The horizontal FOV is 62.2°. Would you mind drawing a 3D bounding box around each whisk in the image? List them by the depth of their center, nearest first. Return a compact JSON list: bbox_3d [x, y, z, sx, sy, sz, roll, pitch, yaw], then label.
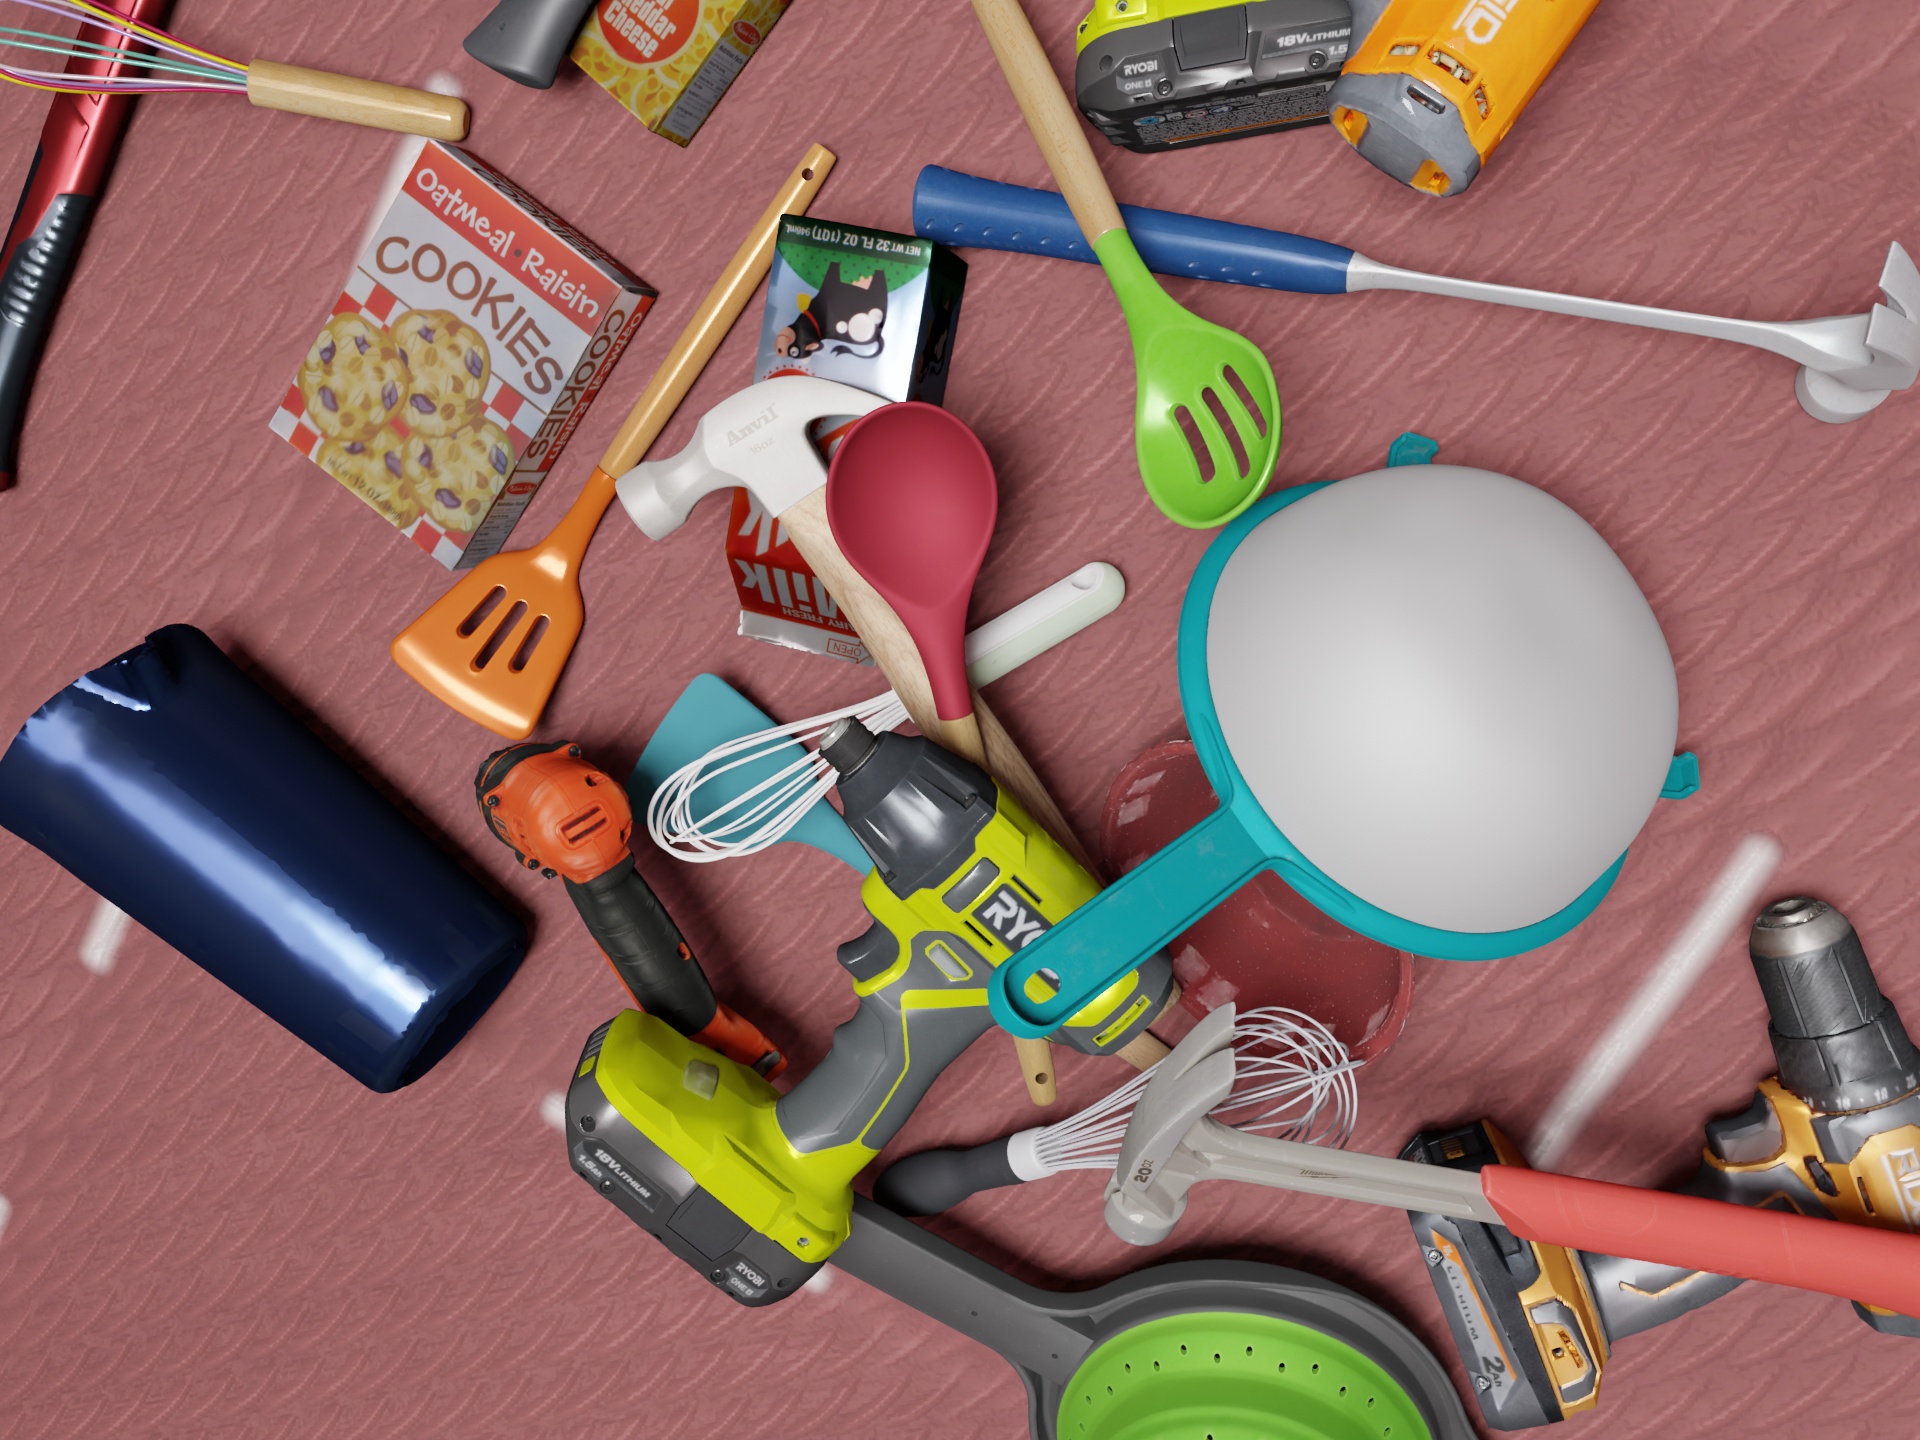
[{"bbox_3d":[0.057,0.189,0.717,0.284,0.070,0.070,-28,91,38],"label":"whisk"},{"bbox_3d":[-0.033,-0.006,0.729,0.246,0.058,0.059,-30,133,-1],"label":"whisk"},{"bbox_3d":[-0.360,-0.313,0.759,0.245,0.051,0.047,9,102,-6],"label":"whisk"}]

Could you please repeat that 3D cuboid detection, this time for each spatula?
[{"bbox_3d":[-0.012,0.094,0.763,0.317,0.044,0.082,33,95,6],"label":"spatula"},{"bbox_3d":[-0.157,-0.138,0.766,0.081,0.041,0.322,35,103,-7],"label":"spatula"}]

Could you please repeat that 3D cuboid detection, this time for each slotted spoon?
[{"bbox_3d":[0.052,-0.217,0.643,0.070,0.031,0.314,-36,71,40],"label":"slotted spoon"}]

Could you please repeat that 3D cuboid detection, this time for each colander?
[{"bbox_3d":[0.054,0.315,0.716,0.397,0.094,0.204,28,117,0],"label":"colander"}]

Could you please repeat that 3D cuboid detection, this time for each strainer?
[{"bbox_3d":[0.150,0.006,0.575,0.211,0.340,0.095,54,148,9],"label":"strainer"}]

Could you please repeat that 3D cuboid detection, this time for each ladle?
[{"bbox_3d":[0.005,0.022,0.669,0.069,0.031,0.315,-13,106,-2],"label":"ladle"}]

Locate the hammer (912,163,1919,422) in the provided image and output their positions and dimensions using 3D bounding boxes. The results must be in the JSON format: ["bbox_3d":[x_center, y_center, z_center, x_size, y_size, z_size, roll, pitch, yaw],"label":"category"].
[{"bbox_3d":[0.170,-0.184,0.648,0.405,0.144,0.035,15,95,18],"label":"hammer"}]

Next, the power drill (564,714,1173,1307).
[{"bbox_3d":[-0.049,0.117,0.650,0.223,0.080,0.171,-44,104,11],"label":"power drill"}]

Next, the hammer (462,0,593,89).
[{"bbox_3d":[-0.075,-0.429,0.658,0.409,0.036,0.149,-43,76,18],"label":"hammer"}]

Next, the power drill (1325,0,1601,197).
[{"bbox_3d":[0.136,-0.320,0.573,0.226,0.084,0.164,36,97,3],"label":"power drill"}]

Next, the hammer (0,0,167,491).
[{"bbox_3d":[-0.472,-0.294,0.821,0.143,0.038,0.386,32,104,9],"label":"hammer"}]

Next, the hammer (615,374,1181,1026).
[{"bbox_3d":[-0.001,-0.002,0.692,0.130,0.031,0.331,-33,101,8],"label":"hammer"}]

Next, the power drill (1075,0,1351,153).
[{"bbox_3d":[0.121,-0.366,0.649,0.190,0.080,0.228,-5,94,15],"label":"power drill"}]

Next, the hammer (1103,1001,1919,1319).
[{"bbox_3d":[0.241,0.182,0.596,0.359,0.037,0.149,11,141,-4],"label":"hammer"}]

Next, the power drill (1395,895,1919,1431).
[{"bbox_3d":[0.307,0.191,0.683,0.226,0.084,0.185,-21,93,11],"label":"power drill"}]
